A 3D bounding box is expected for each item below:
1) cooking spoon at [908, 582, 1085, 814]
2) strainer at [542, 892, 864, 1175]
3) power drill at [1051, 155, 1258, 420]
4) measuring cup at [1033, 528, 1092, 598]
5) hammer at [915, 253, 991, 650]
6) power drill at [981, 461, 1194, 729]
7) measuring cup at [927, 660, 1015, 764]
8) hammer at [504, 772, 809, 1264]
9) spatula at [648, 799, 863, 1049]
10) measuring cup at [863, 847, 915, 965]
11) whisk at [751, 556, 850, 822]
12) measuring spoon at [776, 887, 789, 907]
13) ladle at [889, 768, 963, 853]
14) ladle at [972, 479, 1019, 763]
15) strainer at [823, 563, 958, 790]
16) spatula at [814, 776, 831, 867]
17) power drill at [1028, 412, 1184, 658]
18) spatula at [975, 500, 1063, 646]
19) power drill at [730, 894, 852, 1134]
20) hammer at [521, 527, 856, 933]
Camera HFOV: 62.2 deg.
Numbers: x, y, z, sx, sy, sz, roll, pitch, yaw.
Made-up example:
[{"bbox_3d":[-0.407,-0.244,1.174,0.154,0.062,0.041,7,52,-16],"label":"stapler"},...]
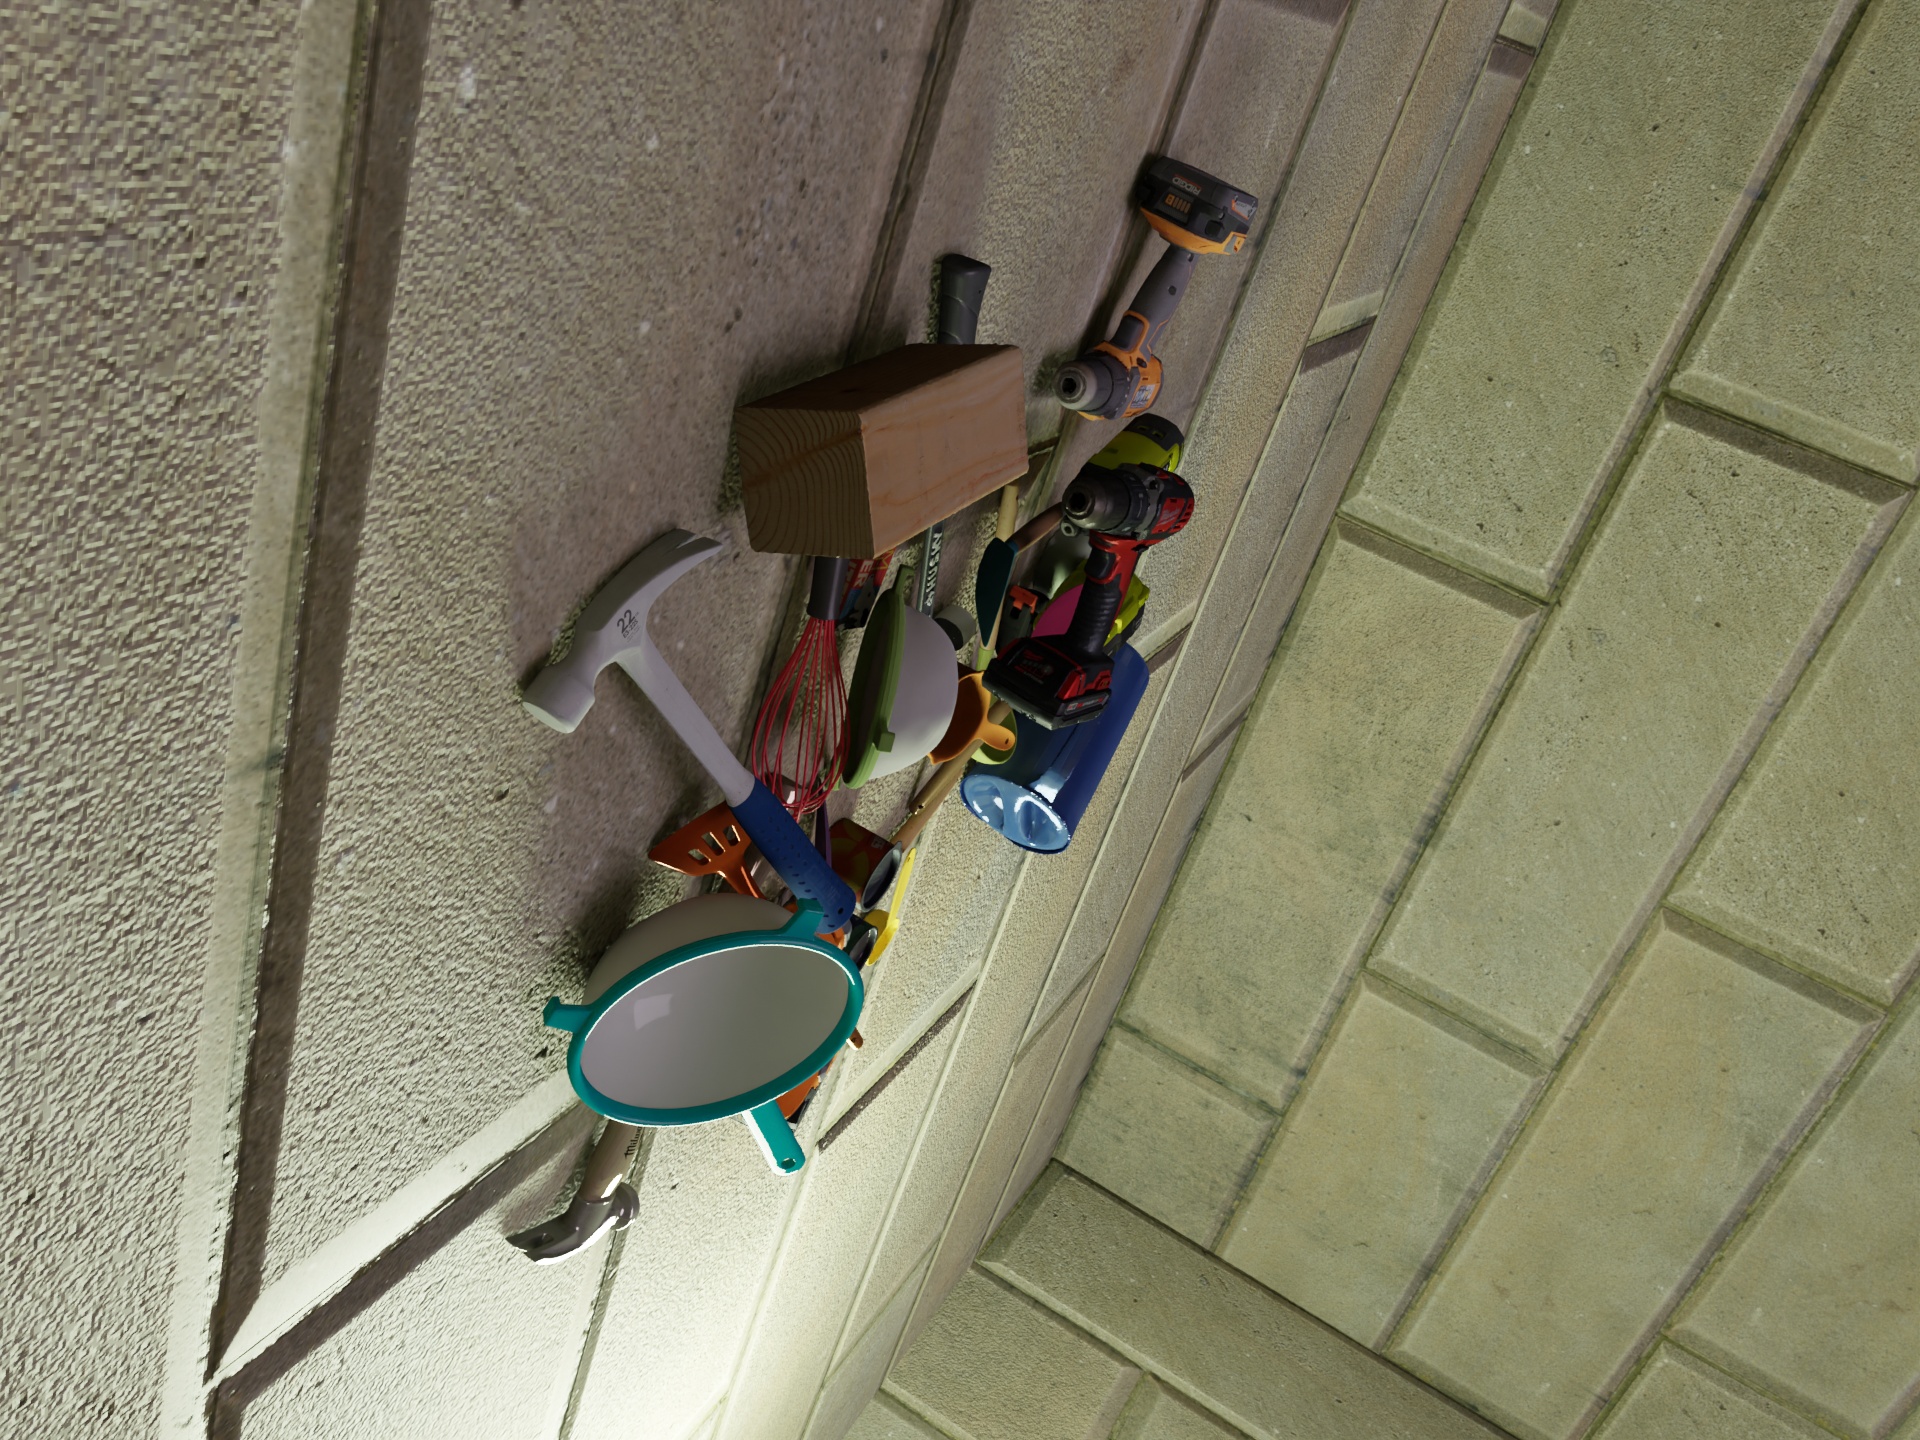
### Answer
[{"bbox_3d":[0.041,-0.015,1.499,0.318,0.068,0.017,-50,-149,31],"label":"cooking spoon"},{"bbox_3d":[-0.173,0.231,1.182,0.211,0.095,0.340,-21,141,-7],"label":"strainer"},{"bbox_3d":[0.159,-0.365,1.378,0.185,0.084,0.226,-27,146,-62],"label":"power drill"},{"bbox_3d":[0.133,-0.193,1.627,0.167,0.038,0.083,-56,162,-14],"label":"measuring cup"},{"bbox_3d":[-0.020,-0.172,1.219,0.149,0.036,0.408,-47,157,-38],"label":"hammer"},{"bbox_3d":[0.103,-0.109,1.321,0.188,0.080,0.226,-13,131,-61],"label":"power drill"},{"bbox_3d":[-0.002,-0.005,1.452,0.095,0.052,0.173,-61,153,1],"label":"measuring cup"},{"bbox_3d":[-0.224,0.230,1.235,0.410,0.038,0.146,-64,162,5],"label":"hammer"},{"bbox_3d":[-0.138,0.167,1.218,0.081,0.041,0.322,-33,131,-7],"label":"spatula"},{"bbox_3d":[-0.076,0.181,1.596,0.062,0.029,0.156,-41,155,-52],"label":"measuring cup"},{"bbox_3d":[-0.101,-0.058,1.125,0.073,0.073,0.295,-33,140,-58],"label":"whisk"},{"bbox_3d":[-0.180,0.197,1.360,0.034,0.018,0.124,90,24,-72],"label":"measuring spoon"},{"bbox_3d":[-0.079,0.144,1.551,0.315,0.031,0.069,-50,160,-40],"label":"ladle"},{"bbox_3d":[0.040,-0.087,1.492,0.078,0.062,0.320,-56,161,-45],"label":"ladle"},{"bbox_3d":[-0.053,0.003,1.226,0.256,0.069,0.152,121,-23,-61],"label":"strainer"},{"bbox_3d":[-0.120,0.180,1.405,0.060,0.018,0.315,-104,-167,-47],"label":"spatula"},{"bbox_3d":[0.130,-0.157,1.485,0.171,0.080,0.223,-46,156,-38],"label":"power drill"},{"bbox_3d":[0.060,-0.149,1.379,0.317,0.044,0.082,-47,156,-63],"label":"spatula"},{"bbox_3d":[-0.159,0.270,1.367,0.226,0.084,0.164,100,16,-49],"label":"power drill"},{"bbox_3d":[-0.144,0.036,1.043,0.144,0.035,0.405,-57,151,-20],"label":"hammer"}]
